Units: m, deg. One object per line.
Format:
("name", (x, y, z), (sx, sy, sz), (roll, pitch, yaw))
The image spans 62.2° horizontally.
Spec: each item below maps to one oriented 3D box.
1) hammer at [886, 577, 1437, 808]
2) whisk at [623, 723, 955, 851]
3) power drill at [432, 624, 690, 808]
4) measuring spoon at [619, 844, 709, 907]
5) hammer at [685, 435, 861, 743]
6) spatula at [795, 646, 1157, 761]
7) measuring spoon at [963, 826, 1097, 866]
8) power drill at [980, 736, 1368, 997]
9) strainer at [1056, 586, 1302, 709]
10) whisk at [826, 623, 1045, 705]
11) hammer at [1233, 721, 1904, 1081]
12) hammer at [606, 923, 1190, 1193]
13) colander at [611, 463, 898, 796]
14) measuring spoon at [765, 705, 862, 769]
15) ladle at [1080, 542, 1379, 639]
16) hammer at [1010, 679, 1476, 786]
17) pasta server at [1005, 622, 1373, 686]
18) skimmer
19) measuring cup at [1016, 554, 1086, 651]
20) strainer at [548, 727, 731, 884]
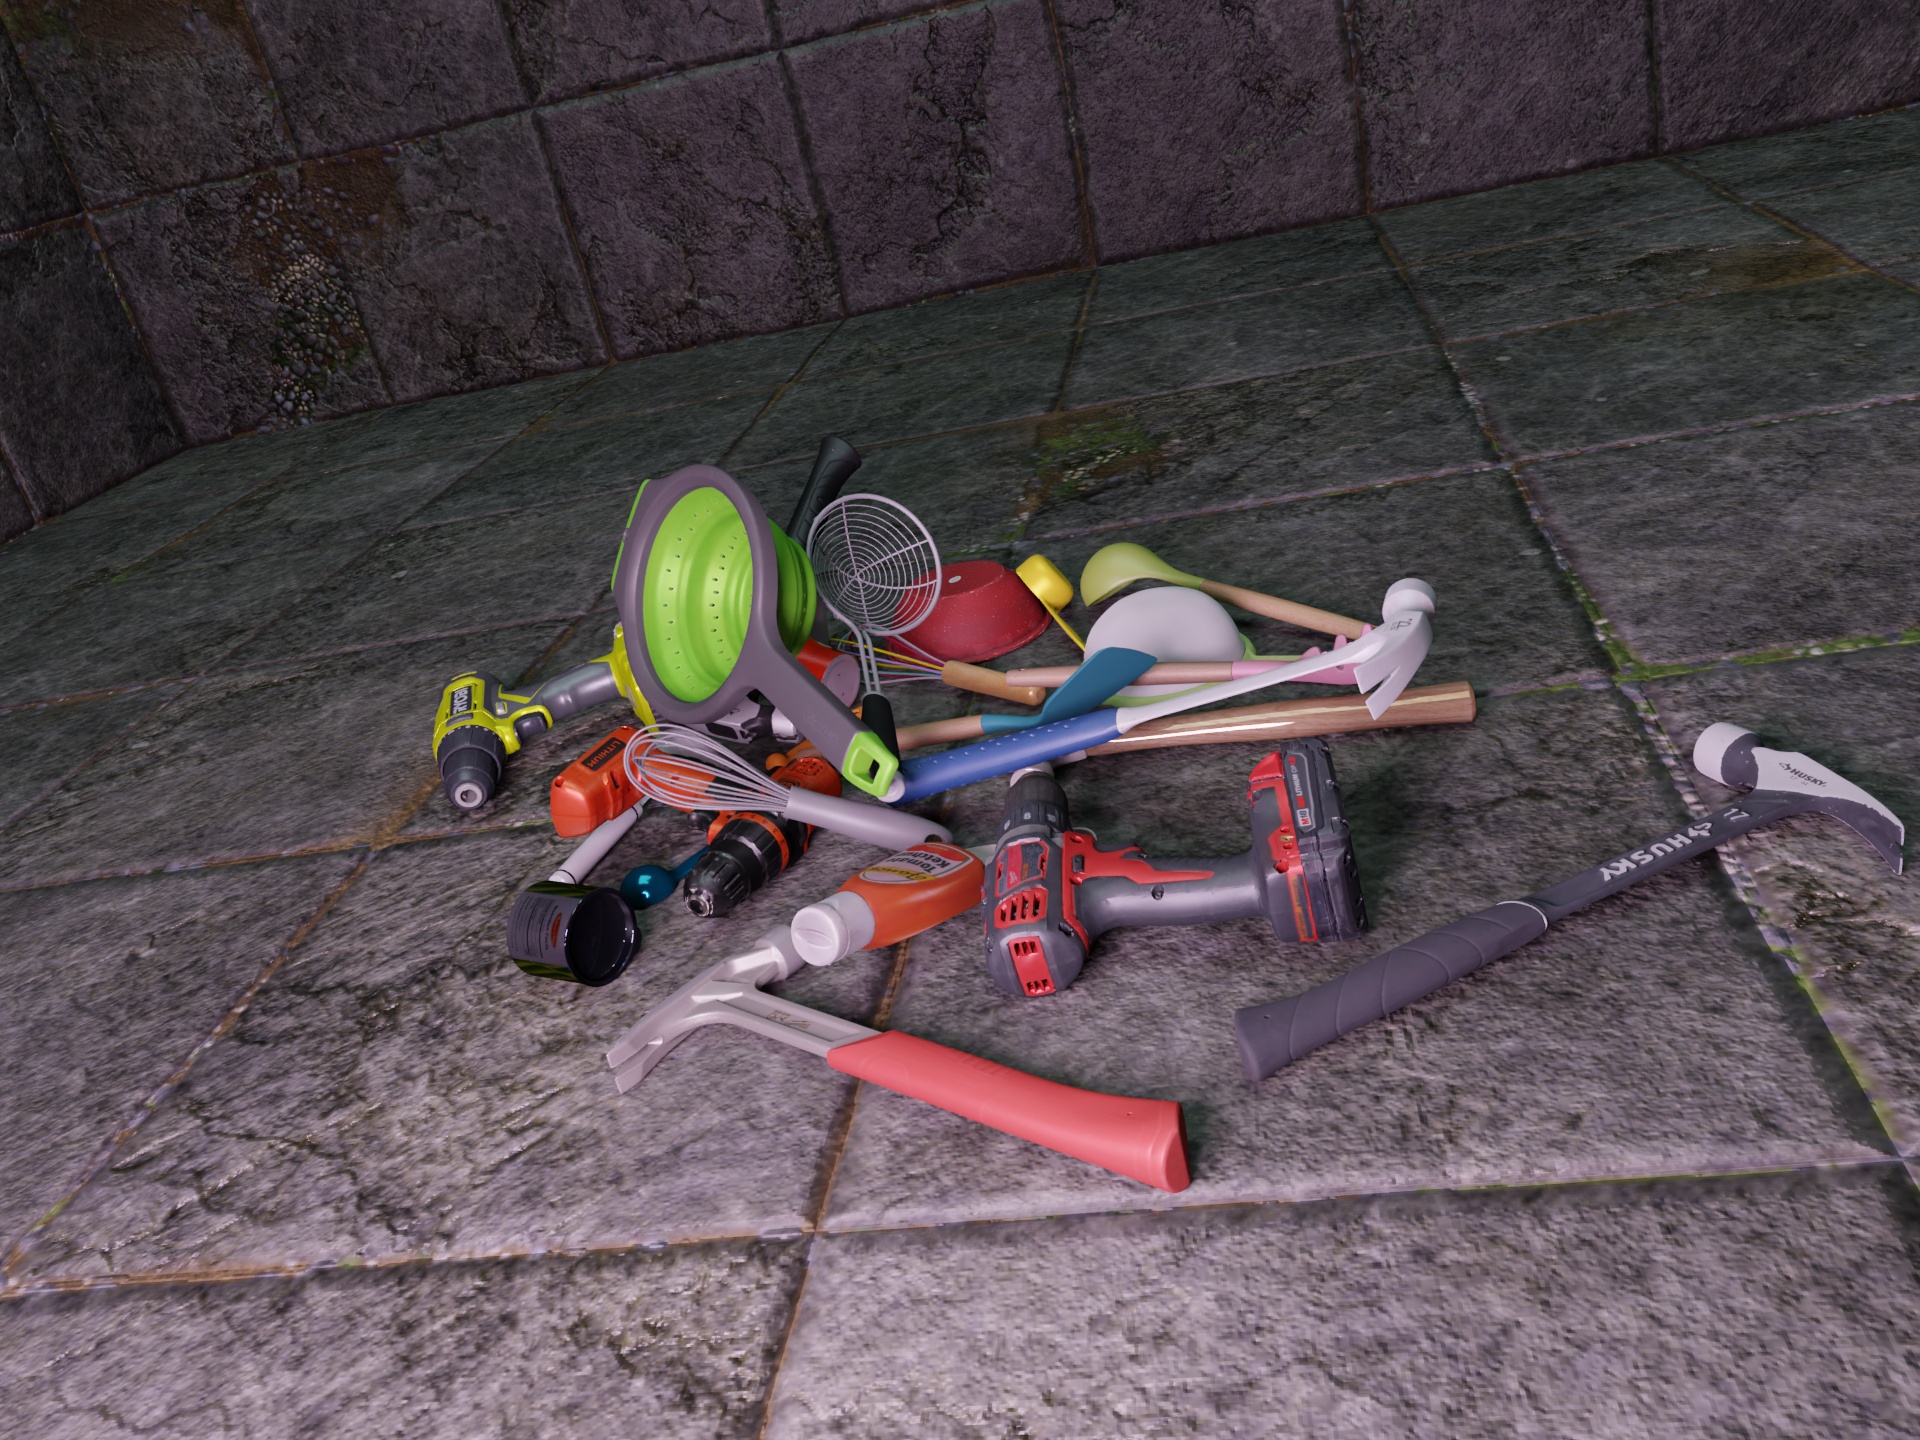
("hammer", (0.118, -0.001, 1.080), (0.405, 0.035, 0.144), (-17, 18, 28))
("whisk", (-0.118, 0.054, 1.107), (0.239, 0.055, 0.055), (16, 25, -6))
("power drill", (-0.361, -0.005, 1.428), (0.228, 0.080, 0.191), (-19, 30, -6))
("measuring spoon", (-0.200, 0.098, 1.186), (0.128, 0.021, 0.042), (-33, 31, -34))
("hammer", (-0.160, -0.125, 1.399), (0.146, 0.035, 0.335), (6, 56, 17))
("spatula", (-0.002, -0.004, 1.224), (0.317, 0.044, 0.082), (-11, -10, 33))
("measuring spoon", (0.037, 0.095, 1.085), (0.124, 0.018, 0.034), (-9, 35, 25))
("power drill", (0.123, 0.078, 0.985), (0.226, 0.080, 0.188), (-12, 31, 11))
("strainer", (0.206, -0.067, 1.272), (0.256, 0.069, 0.151), (1, 28, 33))
("whisk", (-0.023, -0.046, 1.385), (0.245, 0.047, 0.051), (15, 49, 39))
("hammer", (0.330, 0.106, 0.883), (0.409, 0.036, 0.149), (-21, 27, -15))
("hammer", (-0.034, 0.195, 0.877), (0.359, 0.036, 0.149), (9, 33, 41))
("colander", (-0.135, -0.057, 1.221), (0.094, 0.204, 0.398), (2, 28, -42))
("measuring spoon", (-0.120, 0.011, 1.343), (0.021, 0.011, 0.117), (12, 35, 43))
("ladle", (0.232, -0.098, 1.373), (0.078, 0.062, 0.320), (-30, 36, -35))
("hammer", (0.206, 0.002, 1.172), (0.331, 0.031, 0.130), (-6, 26, 15))
("pasta server", (0.179, -0.044, 1.198), (0.316, 0.040, 0.060), (-1, 16, 26))
("skimmer", (-0.058, -0.066, 1.248), (0.127, 0.090, 0.364), (25, 24, -21))
("measuring cup", (0.095, -0.104, 1.431), (0.029, 0.062, 0.157), (-44, 34, 9))
("strainer", (-0.259, 0.066, 1.270), (0.087, 0.050, 0.258), (9, 34, 19))
